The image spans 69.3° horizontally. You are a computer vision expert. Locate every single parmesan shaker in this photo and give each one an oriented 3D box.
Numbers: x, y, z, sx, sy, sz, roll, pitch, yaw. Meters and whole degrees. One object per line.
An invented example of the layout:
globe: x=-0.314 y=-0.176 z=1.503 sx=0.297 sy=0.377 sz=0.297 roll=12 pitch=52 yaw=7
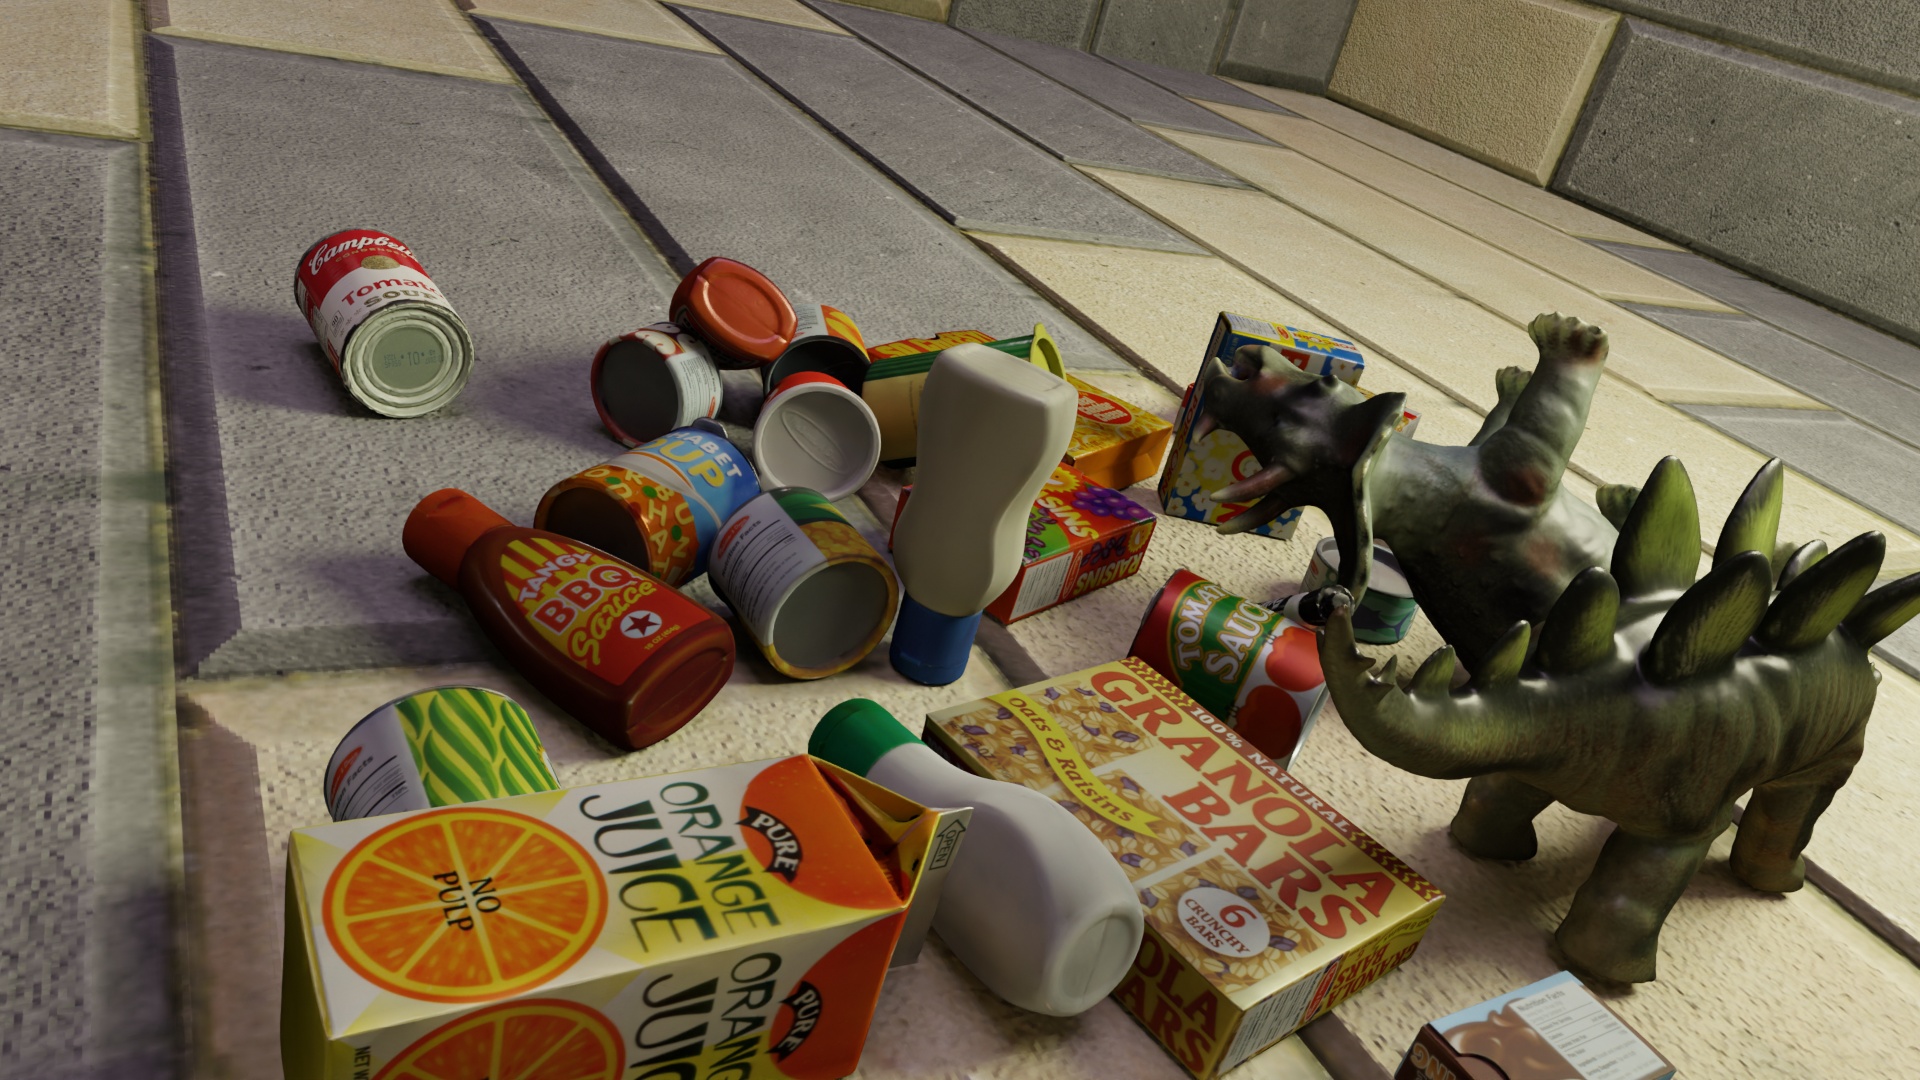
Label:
parmesan shaker: x=0.003 y=-0.081 z=0.792 sx=0.103 sy=0.071 sz=0.071 roll=-6 pitch=19 yaw=22

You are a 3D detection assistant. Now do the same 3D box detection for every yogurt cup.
yogurt cup: x=-0.080 y=-0.059 z=0.757 sx=0.072 sy=0.072 sz=0.054 roll=8 pitch=19 yaw=-15

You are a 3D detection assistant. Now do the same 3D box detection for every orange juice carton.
orange juice carton: x=-0.086 y=0.117 z=0.400 sx=0.193 sy=0.071 sz=0.073 roll=-3 pitch=33 yaw=-33

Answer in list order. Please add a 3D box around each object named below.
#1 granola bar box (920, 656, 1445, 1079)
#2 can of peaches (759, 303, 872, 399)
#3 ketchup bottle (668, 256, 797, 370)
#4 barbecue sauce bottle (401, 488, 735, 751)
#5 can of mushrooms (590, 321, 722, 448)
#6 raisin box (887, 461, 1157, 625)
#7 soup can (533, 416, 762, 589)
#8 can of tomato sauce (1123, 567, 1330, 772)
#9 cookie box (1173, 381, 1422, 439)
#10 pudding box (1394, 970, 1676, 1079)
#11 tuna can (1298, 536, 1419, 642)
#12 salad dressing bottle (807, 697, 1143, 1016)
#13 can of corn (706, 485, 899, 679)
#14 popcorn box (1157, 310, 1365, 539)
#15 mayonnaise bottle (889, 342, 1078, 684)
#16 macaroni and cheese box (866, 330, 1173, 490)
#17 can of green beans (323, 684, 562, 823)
granola bar box: x=0.079 y=0.114 z=0.531 sx=0.124 sy=0.039 sz=0.166 roll=-10 pitch=36 yaw=-40
can of peaches: x=-0.086 y=-0.100 z=0.832 sx=0.071 sy=0.071 sz=0.058 roll=7 pitch=27 yaw=-16
ketchup bottle: x=-0.140 y=-0.125 z=0.804 sx=0.064 sy=0.043 sz=0.148 roll=37 pitch=-11 yaw=-17
barbecue sauce bottle: x=-0.165 y=0.026 z=0.563 sx=0.149 sy=0.043 sz=0.065 roll=28 pitch=45 yaw=25
can of mushrooms: x=-0.167 y=-0.083 z=0.753 sx=0.071 sy=0.070 sz=0.033 roll=26 pitch=29 yaw=20
raisin box: x=0.035 y=-0.005 z=0.740 sx=0.086 sy=0.040 sz=0.124 roll=32 pitch=30 yaw=31
soup can: x=-0.138 y=-0.012 z=0.622 sx=0.071 sy=0.071 sz=0.084 roll=24 pitch=28 yaw=17
can of tomato sauce: x=0.124 y=0.058 z=0.631 sx=0.083 sy=0.071 sz=0.071 roll=26 pitch=28 yaw=19
cookie box: x=0.249 y=-0.088 z=1.015 sx=0.123 sy=0.040 sz=0.168 roll=30 pitch=30 yaw=26
pudding box: x=0.196 y=0.182 z=0.475 sx=0.084 sy=0.030 sz=0.050 roll=-4 pitch=33 yaw=-34
tuna can: x=0.231 y=0.028 z=0.788 sx=0.071 sy=0.032 sz=0.071 roll=13 pitch=27 yaw=-6
salad dressing bottle: x=-0.001 y=0.104 z=0.488 sx=0.044 sy=0.064 sz=0.148 roll=-1 pitch=23 yaw=-40
can of corn: x=-0.067 y=0.019 z=0.609 sx=0.071 sy=0.070 sz=0.058 roll=-5 pitch=33 yaw=-36
popcorn box: x=0.180 y=-0.069 z=0.845 sx=0.085 sy=0.126 sz=0.038 roll=12 pitch=29 yaw=-8
mayonnaise bottle: x=0.002 y=-0.008 z=0.604 sx=0.065 sy=0.147 sz=0.041 roll=27 pitch=28 yaw=21
macaroni and cheese box: x=0.034 y=-0.083 z=0.888 sx=0.167 sy=0.040 sz=0.124 roll=30 pitch=29 yaw=27
can of green beans: x=-0.155 y=0.088 z=0.426 sx=0.071 sy=0.071 sz=0.058 roll=-3 pitch=32 yaw=-34
